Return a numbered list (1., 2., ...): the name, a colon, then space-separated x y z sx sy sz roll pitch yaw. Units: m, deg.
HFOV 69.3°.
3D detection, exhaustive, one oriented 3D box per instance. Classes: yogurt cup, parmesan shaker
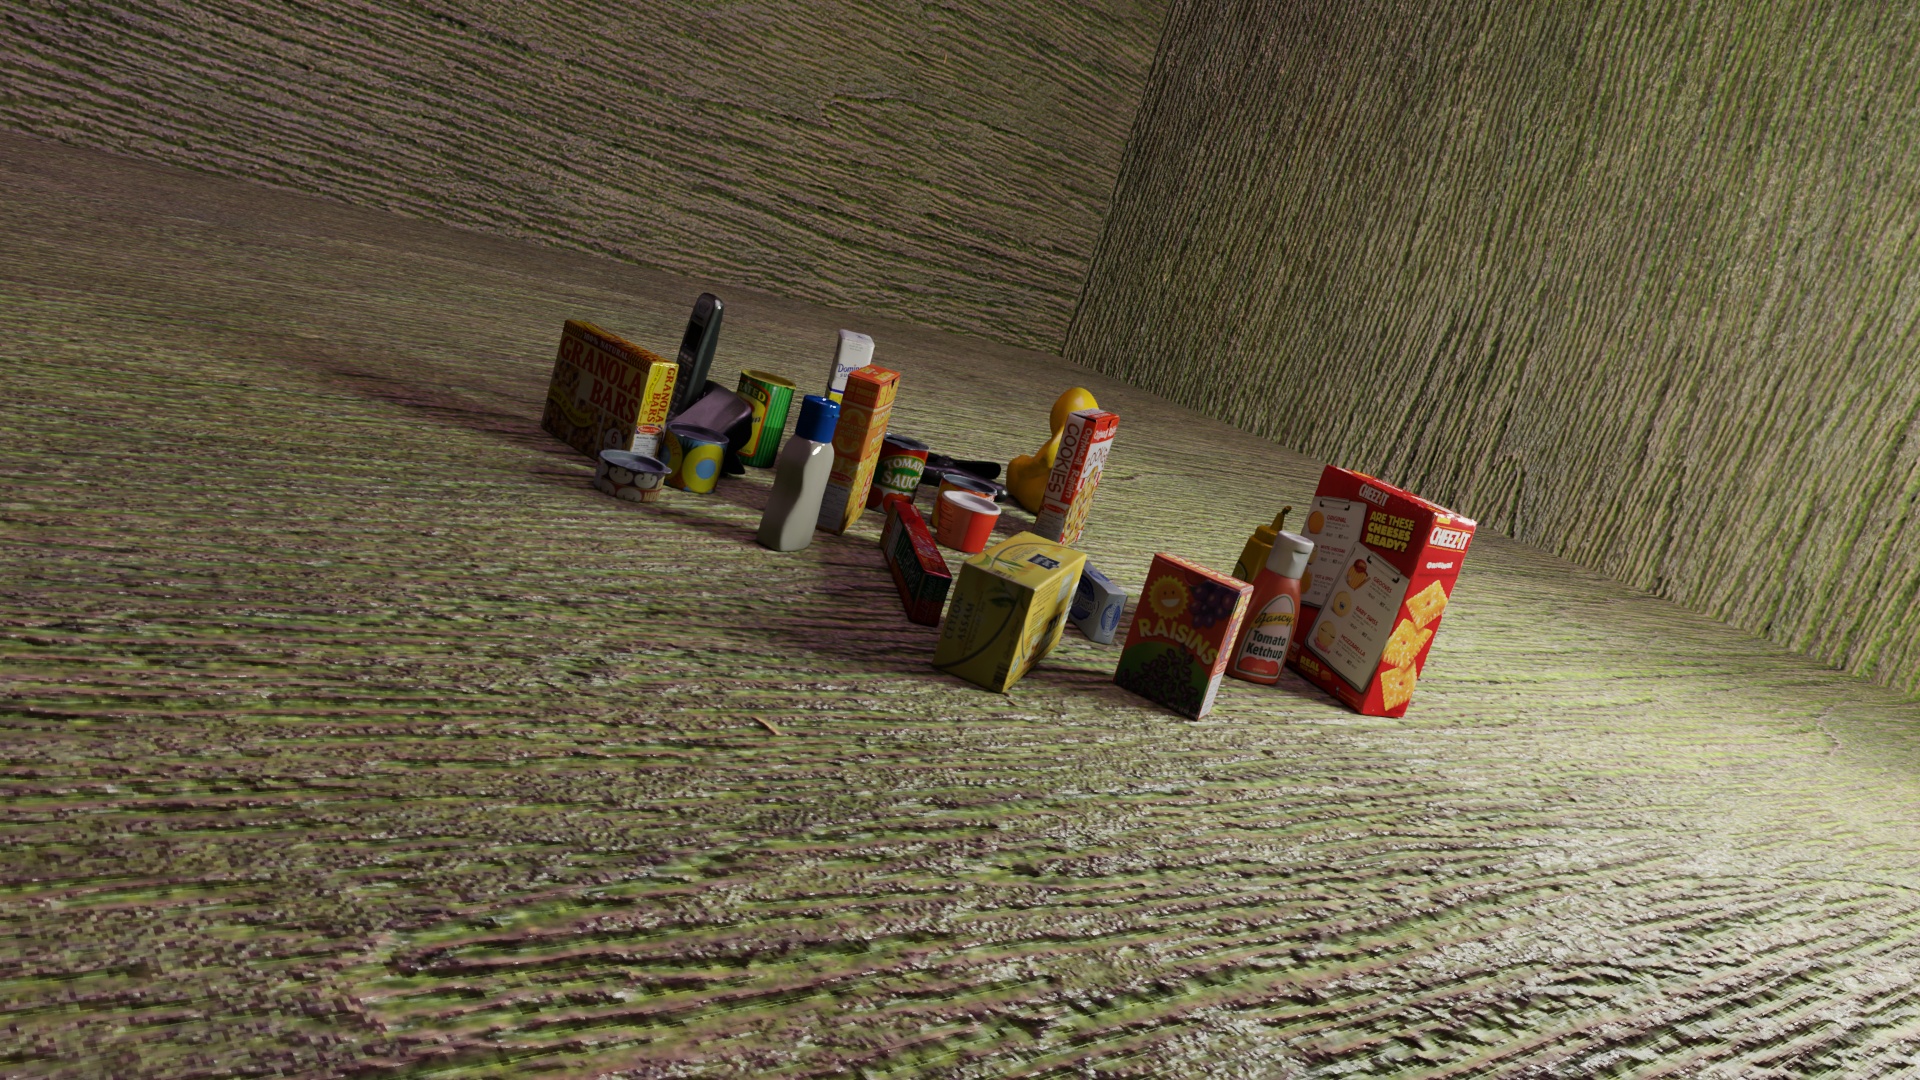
1. yogurt cup: 0.006 -0.019 1.545 0.072 0.053 0.072 16 13 -4
2. parmesan shaker: -0.237 -0.143 1.640 0.071 0.102 0.071 16 13 -4

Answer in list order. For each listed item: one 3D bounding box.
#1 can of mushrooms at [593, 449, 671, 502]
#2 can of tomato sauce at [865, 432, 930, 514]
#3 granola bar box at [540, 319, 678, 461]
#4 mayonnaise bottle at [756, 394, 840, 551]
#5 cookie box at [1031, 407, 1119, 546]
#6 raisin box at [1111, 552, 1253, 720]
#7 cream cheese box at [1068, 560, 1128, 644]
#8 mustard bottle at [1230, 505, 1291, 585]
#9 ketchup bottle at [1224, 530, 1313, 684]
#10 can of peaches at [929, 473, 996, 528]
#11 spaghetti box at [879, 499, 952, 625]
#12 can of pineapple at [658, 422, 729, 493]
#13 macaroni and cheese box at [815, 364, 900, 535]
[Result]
1. can of mushrooms: -0.322 -0.063 1.361 0.071 0.033 0.071 16 13 -4
2. can of tomato sauce: -0.078 -0.076 1.610 0.071 0.083 0.071 16 13 -4
3. granola bar box: -0.370 -0.150 1.461 0.166 0.124 0.039 27 16 38
4. mayonnaise bottle: -0.151 -0.064 1.328 0.041 0.147 0.065 22 14 21
5. cookie box: 0.141 -0.076 1.695 0.040 0.167 0.123 20 13 15
6. raisin box: 0.193 0.082 1.212 0.086 0.123 0.040 23 14 27
7. cream cheese box: 0.129 0.059 1.378 0.024 0.053 0.104 12 14 -21
8. mustard bottle: 0.317 0.036 1.475 0.049 0.159 0.065 14 13 -11
9. ketchup bottle: 0.304 0.065 1.363 0.065 0.148 0.043 13 13 -17
10. can of peaches: 0.004 -0.039 1.613 0.071 0.058 0.071 16 13 -4
11. spaghetti box: -0.046 0.018 1.339 0.029 0.050 0.251 14 14 -14
12. can of pineapple: -0.283 -0.087 1.453 0.071 0.057 0.071 16 13 -4
13. macaroni and cheese box: -0.111 -0.099 1.479 0.040 0.166 0.124 18 13 3
